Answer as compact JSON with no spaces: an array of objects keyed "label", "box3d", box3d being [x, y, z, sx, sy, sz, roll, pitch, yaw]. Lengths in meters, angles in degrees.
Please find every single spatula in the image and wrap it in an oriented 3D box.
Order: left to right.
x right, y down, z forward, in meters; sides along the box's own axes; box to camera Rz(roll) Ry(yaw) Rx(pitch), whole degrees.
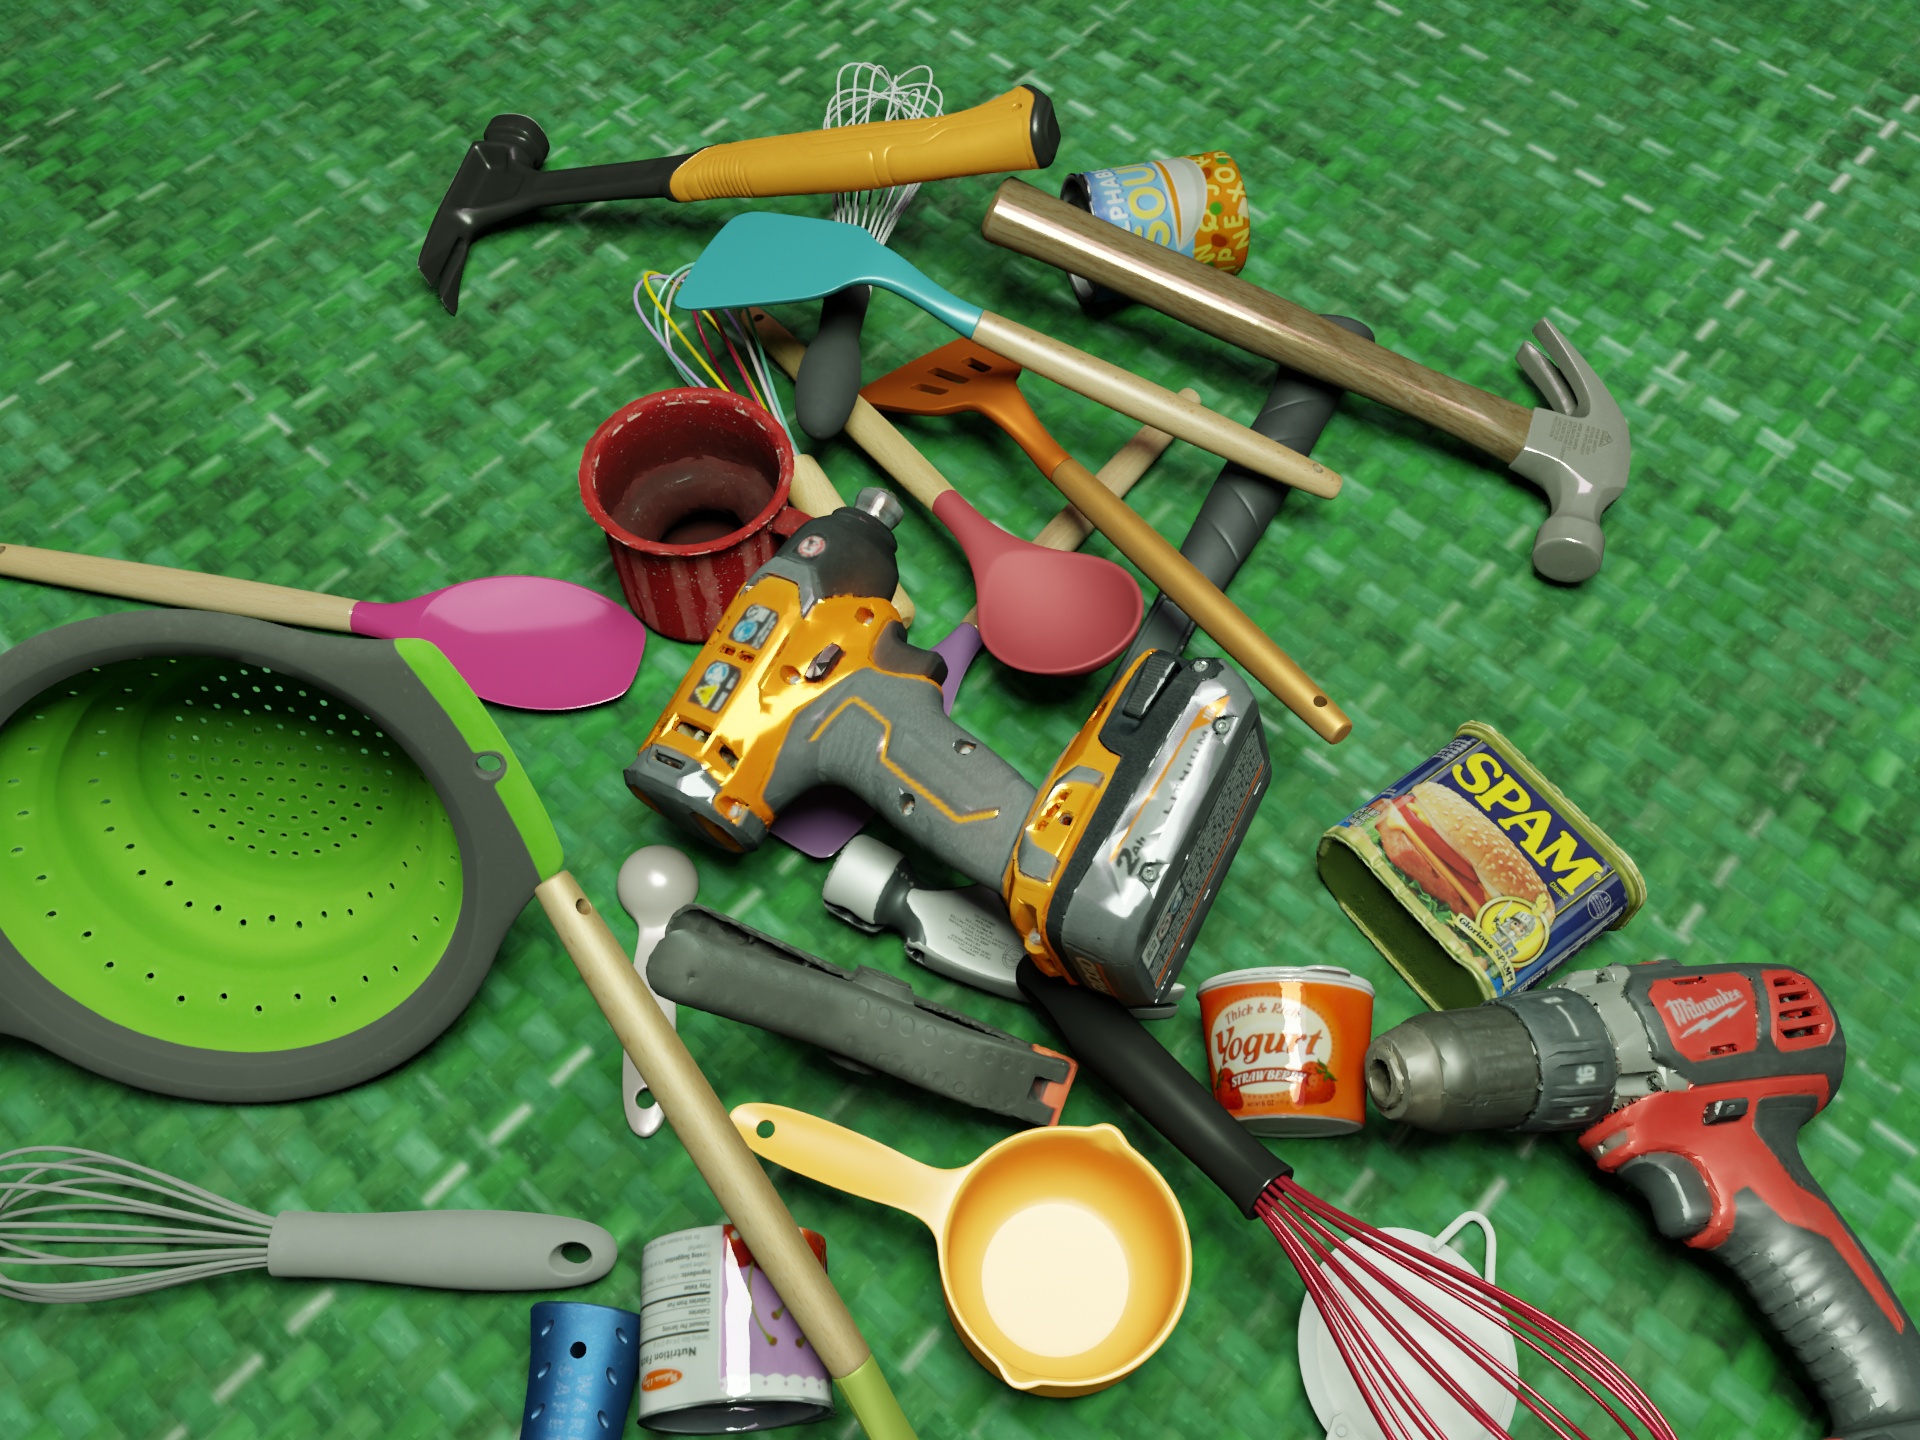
[{"label":"spatula","box3d":[0.019,-0.058,0.740,0.060,0.018,0.316,28,62,29]},{"label":"spatula","box3d":[0.029,-0.166,0.740,0.317,0.044,0.082,24,50,-3]},{"label":"spatula","box3d":[0.062,-0.093,0.724,0.081,0.041,0.323,-31,57,-16]}]

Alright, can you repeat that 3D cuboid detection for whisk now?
[{"label":"whisk","box3d":[-0.245,0.186,0.577,0.239,0.055,0.055,4,59,-4]},{"label":"whisk","box3d":[-0.088,-0.138,0.774,0.051,0.047,0.245,-32,68,-7]},{"label":"whisk","box3d":[-0.053,-0.245,0.814,0.070,0.070,0.285,6,54,2]},{"label":"whisk","box3d":[0.118,0.173,0.533,0.073,0.073,0.296,-36,54,-20]}]

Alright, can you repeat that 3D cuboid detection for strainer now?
[{"label":"strainer","box3d":[0.119,0.269,0.537,0.087,0.050,0.258,42,70,5]}]

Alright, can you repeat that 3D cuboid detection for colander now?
[{"label":"colander","box3d":[-0.348,0.068,0.614,0.397,0.204,0.095,-22,26,4]}]

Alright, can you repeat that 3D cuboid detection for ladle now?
[{"label":"ladle","box3d":[-0.041,0.181,0.512,0.320,0.062,0.078,58,31,2]},{"label":"ladle","box3d":[-0.023,-0.116,0.746,0.069,0.031,0.316,-34,55,-13]}]

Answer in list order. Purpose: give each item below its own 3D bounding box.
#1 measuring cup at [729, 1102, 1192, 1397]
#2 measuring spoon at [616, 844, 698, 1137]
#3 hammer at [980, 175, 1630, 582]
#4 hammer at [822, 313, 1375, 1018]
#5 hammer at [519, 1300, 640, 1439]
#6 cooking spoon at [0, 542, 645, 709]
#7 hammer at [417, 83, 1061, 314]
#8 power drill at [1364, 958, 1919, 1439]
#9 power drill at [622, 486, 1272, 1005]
[{"label":"measuring cup","box3d":[-0.003,0.182,0.579,0.173,0.052,0.095,19,61,12]},{"label":"measuring spoon","box3d":[-0.125,0.105,0.641,0.034,0.018,0.124,-2,60,-3]},{"label":"hammer","box3d":[0.168,-0.185,0.770,0.331,0.031,0.130,24,60,1]},{"label":"hammer","box3d":[0.103,-0.047,0.726,0.149,0.036,0.409,26,62,12]},{"label":"hammer","box3d":[-0.143,0.385,0.464,0.144,0.035,0.406,5,59,2]},{"label":"cooking spoon","box3d":[-0.301,-0.052,0.731,0.319,0.017,0.069,9,61,4]},{"label":"hammer","box3d":[-0.115,-0.273,0.801,0.337,0.034,0.127,1,58,20]},{"label":"power drill","box3d":[0.253,0.190,0.548,0.188,0.080,0.227,-1,56,-18]},{"label":"power drill","box3d":[-0.001,-0.002,0.613,0.227,0.084,0.164,20,70,25]}]
